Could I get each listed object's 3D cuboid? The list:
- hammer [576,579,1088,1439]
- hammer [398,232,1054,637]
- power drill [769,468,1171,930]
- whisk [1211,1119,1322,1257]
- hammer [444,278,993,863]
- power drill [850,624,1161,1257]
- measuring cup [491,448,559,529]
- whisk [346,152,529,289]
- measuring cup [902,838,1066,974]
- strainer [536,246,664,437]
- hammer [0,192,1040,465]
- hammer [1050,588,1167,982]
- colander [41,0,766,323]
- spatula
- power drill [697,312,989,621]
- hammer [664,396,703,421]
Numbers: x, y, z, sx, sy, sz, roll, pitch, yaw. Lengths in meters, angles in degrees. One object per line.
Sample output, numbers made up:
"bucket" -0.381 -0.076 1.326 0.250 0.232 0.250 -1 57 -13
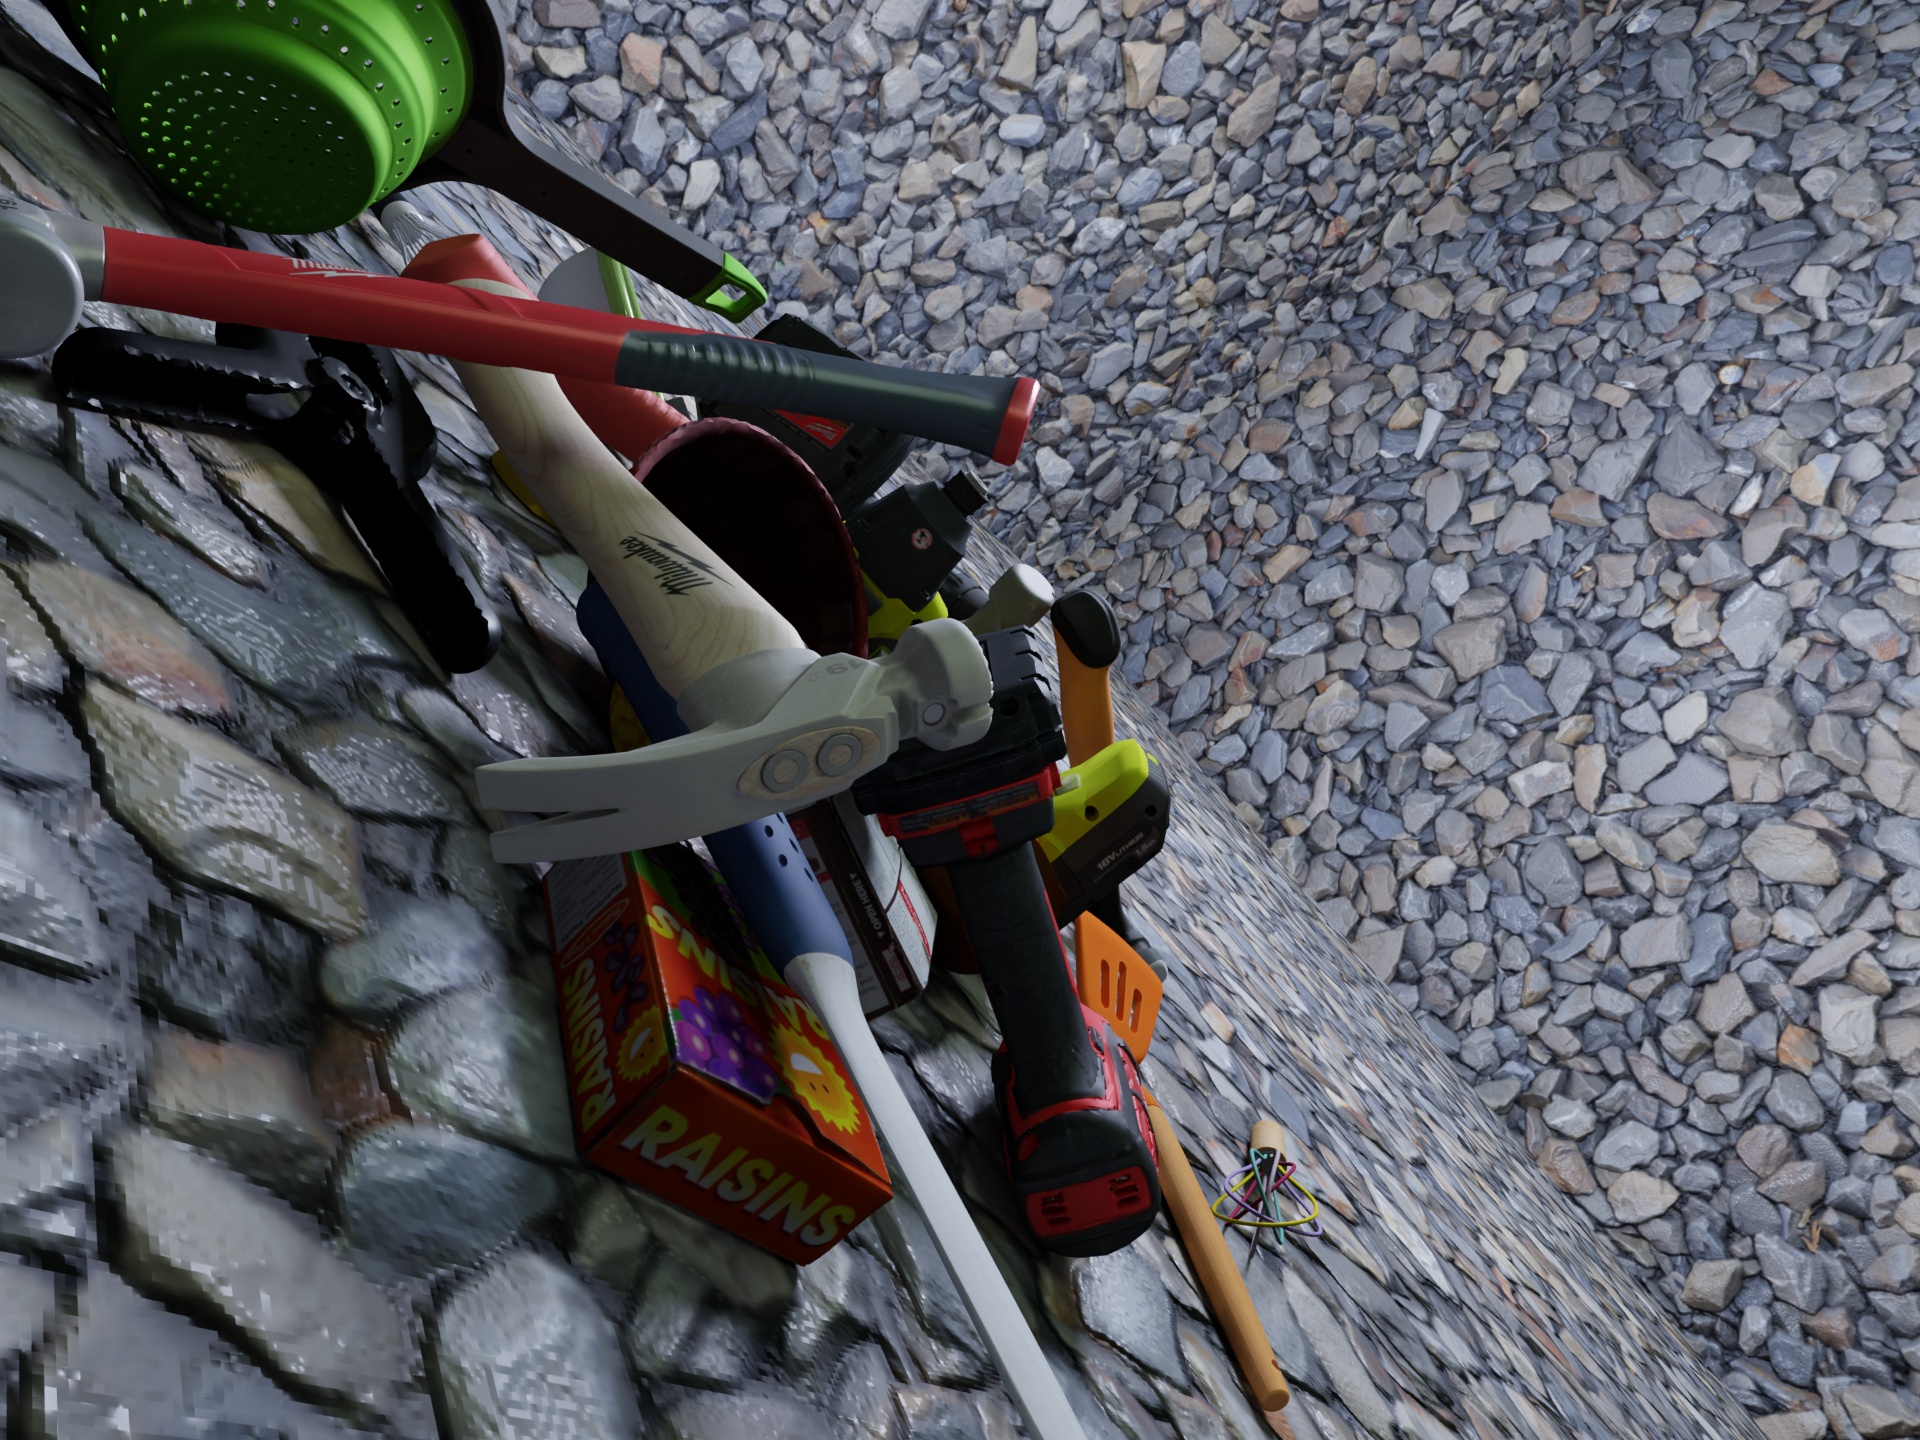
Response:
"hammer" -0.032 0.082 0.448 0.143 0.035 0.406 37 12 -45
"hammer" -0.129 -0.115 0.821 0.358 0.149 0.037 35 29 -22
"power drill" -0.001 -0.003 0.807 0.223 0.171 0.080 48 12 -11
"whisk" 0.169 0.252 0.892 0.051 0.047 0.245 60 7 9
"hammer" -0.148 -0.086 0.584 0.411 0.146 0.038 46 -35 47
"power drill" 0.023 0.083 0.626 0.143 0.078 0.219 -94 168 -74
"measuring cup" -0.178 -0.098 0.845 0.156 0.029 0.062 39 11 -27
"whisk" -0.319 -0.282 0.938 0.285 0.070 0.070 48 8 38
"measuring cup" -0.008 0.043 0.711 0.095 0.052 0.173 30 -35 39
"strainer" -0.221 -0.191 0.991 0.151 0.069 0.257 83 -8 -56
"hammer" -0.142 -0.141 0.574 0.386 0.038 0.143 3 26 -33
"hammer" 0.079 0.037 0.964 0.127 0.034 0.336 57 -13 36
"colander" -0.257 -0.266 0.773 0.396 0.204 0.095 23 54 -40
"spatula" 0.107 0.207 0.794 0.081 0.041 0.323 43 10 -24
"power drill" -0.047 -0.120 0.954 0.188 0.080 0.226 37 -11 23
"hammer" -0.170 -0.168 1.088 0.331 0.033 0.128 -123 -162 -71
